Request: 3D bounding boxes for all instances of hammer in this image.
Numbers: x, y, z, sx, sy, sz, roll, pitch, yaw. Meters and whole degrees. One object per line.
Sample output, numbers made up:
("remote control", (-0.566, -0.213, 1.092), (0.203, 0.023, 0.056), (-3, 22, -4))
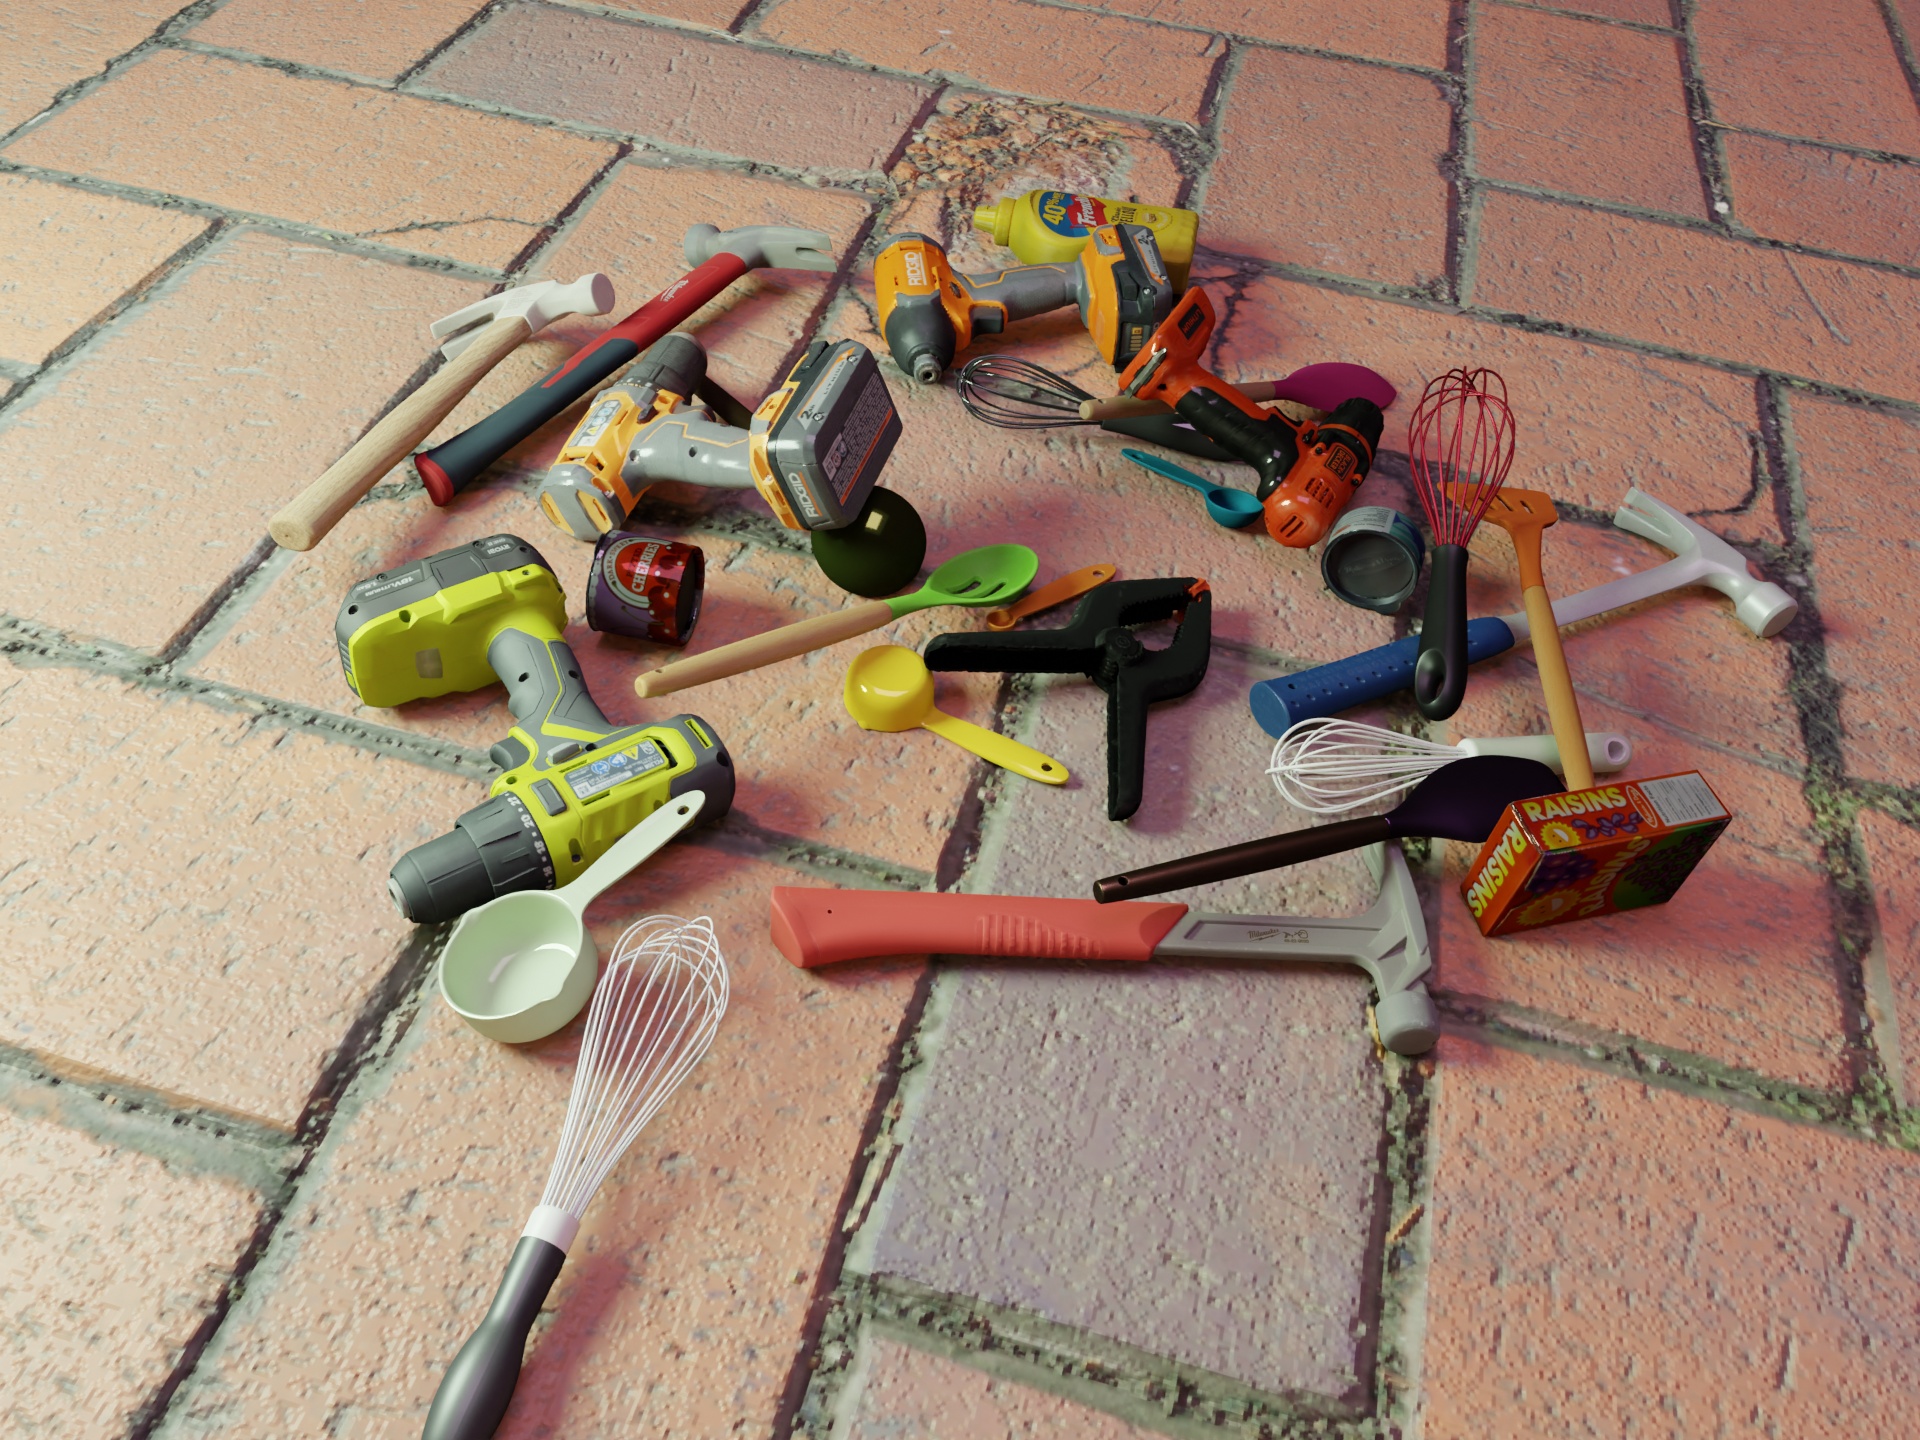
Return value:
("hammer", (-0.250, -0.274, 1.188), (0.143, 0.038, 0.386), (13, 46, 30))
("hammer", (0.076, 0.107, 0.875), (0.359, 0.036, 0.149), (3, 46, -4))
("hammer", (0.370, -0.066, 1.075), (0.405, 0.035, 0.144), (-17, 51, -21))
("hammer", (-0.369, -0.220, 1.105), (0.130, 0.031, 0.331), (-2, 39, 25))

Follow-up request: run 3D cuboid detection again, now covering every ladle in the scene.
("ladle", (-0.133, -0.189, 1.143), (0.078, 0.062, 0.320), (-31, 49, -20))

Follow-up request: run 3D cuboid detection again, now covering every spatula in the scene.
("spatula", (0.216, 0.063, 0.896), (0.316, 0.018, 0.060), (-11, 53, -22))
("spatula", (0.374, -0.059, 1.030), (0.081, 0.041, 0.323), (5, 50, -1))

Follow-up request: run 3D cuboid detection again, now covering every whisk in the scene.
("whisk", (-0.176, 0.207, 0.738), (0.070, 0.070, 0.285), (14, 51, 7))
("whisk", (0.322, -0.123, 1.041), (0.073, 0.073, 0.296), (12, 58, 5))
("whisk", (0.110, -0.229, 1.193), (0.239, 0.055, 0.055), (13, 46, -4))
("whisk", (0.304, 0.024, 0.978), (0.246, 0.059, 0.058), (-2, 83, -14))

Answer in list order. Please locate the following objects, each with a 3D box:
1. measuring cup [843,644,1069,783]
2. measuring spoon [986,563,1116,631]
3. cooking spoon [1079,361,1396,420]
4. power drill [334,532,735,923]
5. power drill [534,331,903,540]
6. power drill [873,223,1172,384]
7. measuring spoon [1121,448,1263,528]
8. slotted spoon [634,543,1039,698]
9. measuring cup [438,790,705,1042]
("measuring cup", (-0.002, -0.003, 0.976), (0.156, 0.029, 0.062), (25, 48, 19))
("measuring spoon", (0.063, -0.082, 1.077), (0.117, 0.011, 0.021), (-27, 50, -33))
("cooking spoon", (0.218, -0.250, 1.215), (0.319, 0.017, 0.069), (-13, 50, -33))
("power drill", (-0.264, 0.006, 0.908), (0.190, 0.080, 0.229), (-25, 56, -28))
("power drill", (-0.156, -0.203, 1.076), (0.226, 0.084, 0.185), (2, 49, 27))
("power drill", (0.048, -0.324, 1.262), (0.226, 0.084, 0.164), (-4, 47, -4))
("measuring spoon", (0.166, -0.169, 1.171), (0.042, 0.021, 0.129), (-21, 42, -40))
("slotted spoon", (-0.068, -0.061, 0.986), (0.313, 0.031, 0.070), (-21, 33, -40))
("measuring cup", (-0.192, 0.100, 0.829), (0.083, 0.038, 0.167), (30, 60, 34))
